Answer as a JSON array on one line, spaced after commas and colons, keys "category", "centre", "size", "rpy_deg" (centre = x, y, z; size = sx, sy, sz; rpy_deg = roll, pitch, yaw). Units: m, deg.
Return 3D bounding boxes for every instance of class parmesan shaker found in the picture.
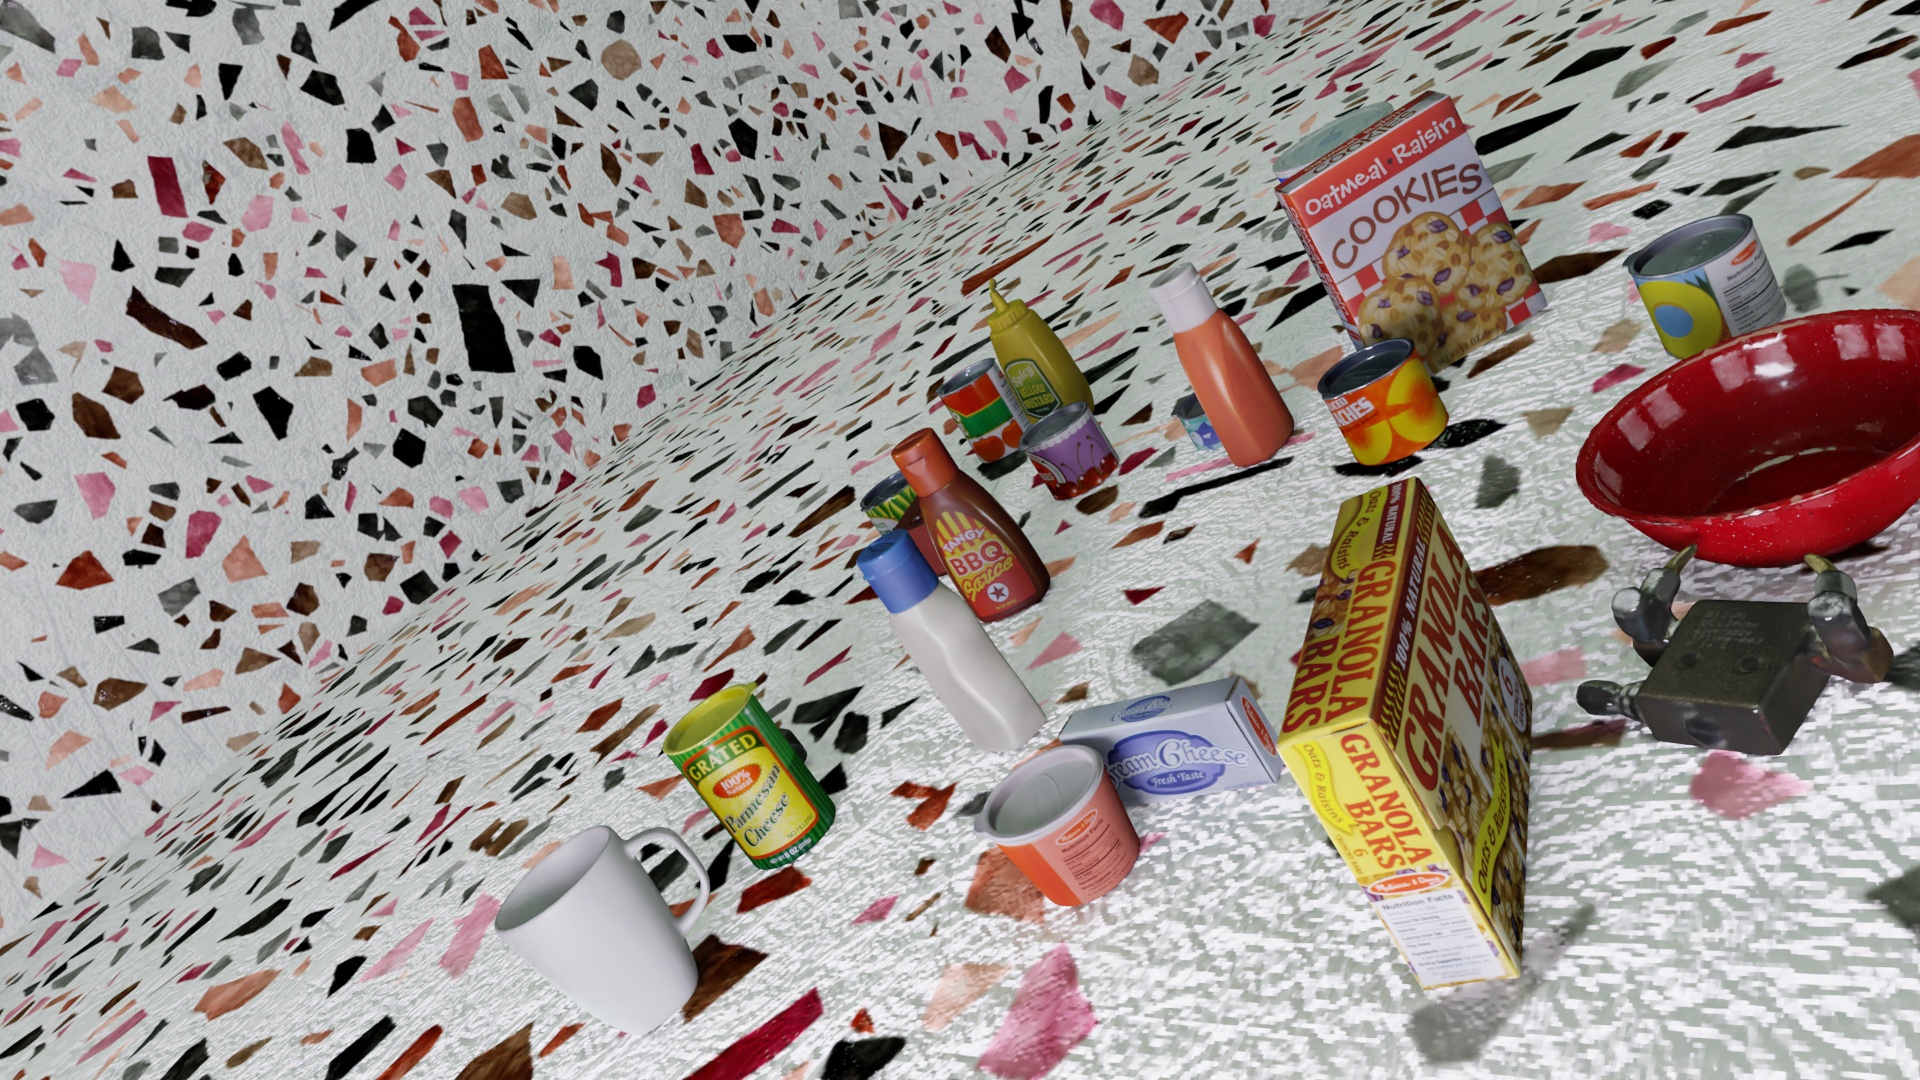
[{"category": "parmesan shaker", "centre": [-0.132, 0.151, 0.892], "size": [0.071, 0.103, 0.071], "rpy_deg": [-30, 18, 11]}]

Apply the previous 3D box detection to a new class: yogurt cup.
[{"category": "yogurt cup", "centre": [0.052, 0.142, 0.686], "size": [0.072, 0.054, 0.072], "rpy_deg": [-30, 18, 11]}]

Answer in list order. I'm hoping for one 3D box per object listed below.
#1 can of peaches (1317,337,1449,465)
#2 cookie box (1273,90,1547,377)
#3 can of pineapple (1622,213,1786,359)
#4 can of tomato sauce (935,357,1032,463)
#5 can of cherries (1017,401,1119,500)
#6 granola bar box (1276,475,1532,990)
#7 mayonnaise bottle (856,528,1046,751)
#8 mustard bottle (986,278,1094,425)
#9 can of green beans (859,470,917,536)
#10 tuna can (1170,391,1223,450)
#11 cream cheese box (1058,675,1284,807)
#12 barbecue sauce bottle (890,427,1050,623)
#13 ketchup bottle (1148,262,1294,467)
[{"category": "can of peaches", "centre": [0.273, -0.088, 0.900], "size": [0.071, 0.058, 0.071], "rpy_deg": [-30, 18, 11]}, {"category": "cookie box", "centre": [0.309, -0.202, 0.955], "size": [0.123, 0.167, 0.040], "rpy_deg": [-32, 18, 5]}, {"category": "can of pineapple", "centre": [0.424, -0.144, 0.791], "size": [0.071, 0.057, 0.071], "rpy_deg": [-30, 18, 11]}, {"category": "can of tomato sauce", "centre": [0.025, -0.127, 1.373], "size": [0.071, 0.083, 0.071], "rpy_deg": [-30, 18, 11]}, {"category": "can of cherries", "centre": [0.090, -0.074, 1.167], "size": [0.071, 0.058, 0.072], "rpy_deg": [-30, 18, 11]}, {"category": "granola bar box", "centre": [0.182, 0.069, 0.545], "size": [0.039, 0.124, 0.166], "rpy_deg": [-21, 22, 34]}, {"category": "mayonnaise bottle", "centre": [-0.008, 0.061, 0.842], "size": [0.041, 0.147, 0.064], "rpy_deg": [-42, 20, -25]}, {"category": "mustard bottle", "centre": [0.065, -0.174, 1.303], "size": [0.065, 0.160, 0.049], "rpy_deg": [-15, 26, 45]}, {"category": "can of green beans", "centre": [-0.050, -0.027, 1.283], "size": [0.071, 0.057, 0.071], "rpy_deg": [-30, 18, 11]}, {"category": "tuna can", "centre": [0.203, -0.100, 1.087], "size": [0.071, 0.032, 0.071], "rpy_deg": [-30, 18, 11]}, {"category": "cream cheese box", "centre": [0.105, 0.103, 0.698], "size": [0.103, 0.053, 0.024], "rpy_deg": [-18, 23, 38]}, {"category": "barbecue sauce bottle", "centre": [0.004, -0.013, 1.011], "size": [0.064, 0.148, 0.044], "rpy_deg": [-26, 19, 23]}, {"category": "ketchup bottle", "centre": [0.187, -0.129, 1.001], "size": [0.043, 0.148, 0.065], "rpy_deg": [-15, 25, 44]}]
